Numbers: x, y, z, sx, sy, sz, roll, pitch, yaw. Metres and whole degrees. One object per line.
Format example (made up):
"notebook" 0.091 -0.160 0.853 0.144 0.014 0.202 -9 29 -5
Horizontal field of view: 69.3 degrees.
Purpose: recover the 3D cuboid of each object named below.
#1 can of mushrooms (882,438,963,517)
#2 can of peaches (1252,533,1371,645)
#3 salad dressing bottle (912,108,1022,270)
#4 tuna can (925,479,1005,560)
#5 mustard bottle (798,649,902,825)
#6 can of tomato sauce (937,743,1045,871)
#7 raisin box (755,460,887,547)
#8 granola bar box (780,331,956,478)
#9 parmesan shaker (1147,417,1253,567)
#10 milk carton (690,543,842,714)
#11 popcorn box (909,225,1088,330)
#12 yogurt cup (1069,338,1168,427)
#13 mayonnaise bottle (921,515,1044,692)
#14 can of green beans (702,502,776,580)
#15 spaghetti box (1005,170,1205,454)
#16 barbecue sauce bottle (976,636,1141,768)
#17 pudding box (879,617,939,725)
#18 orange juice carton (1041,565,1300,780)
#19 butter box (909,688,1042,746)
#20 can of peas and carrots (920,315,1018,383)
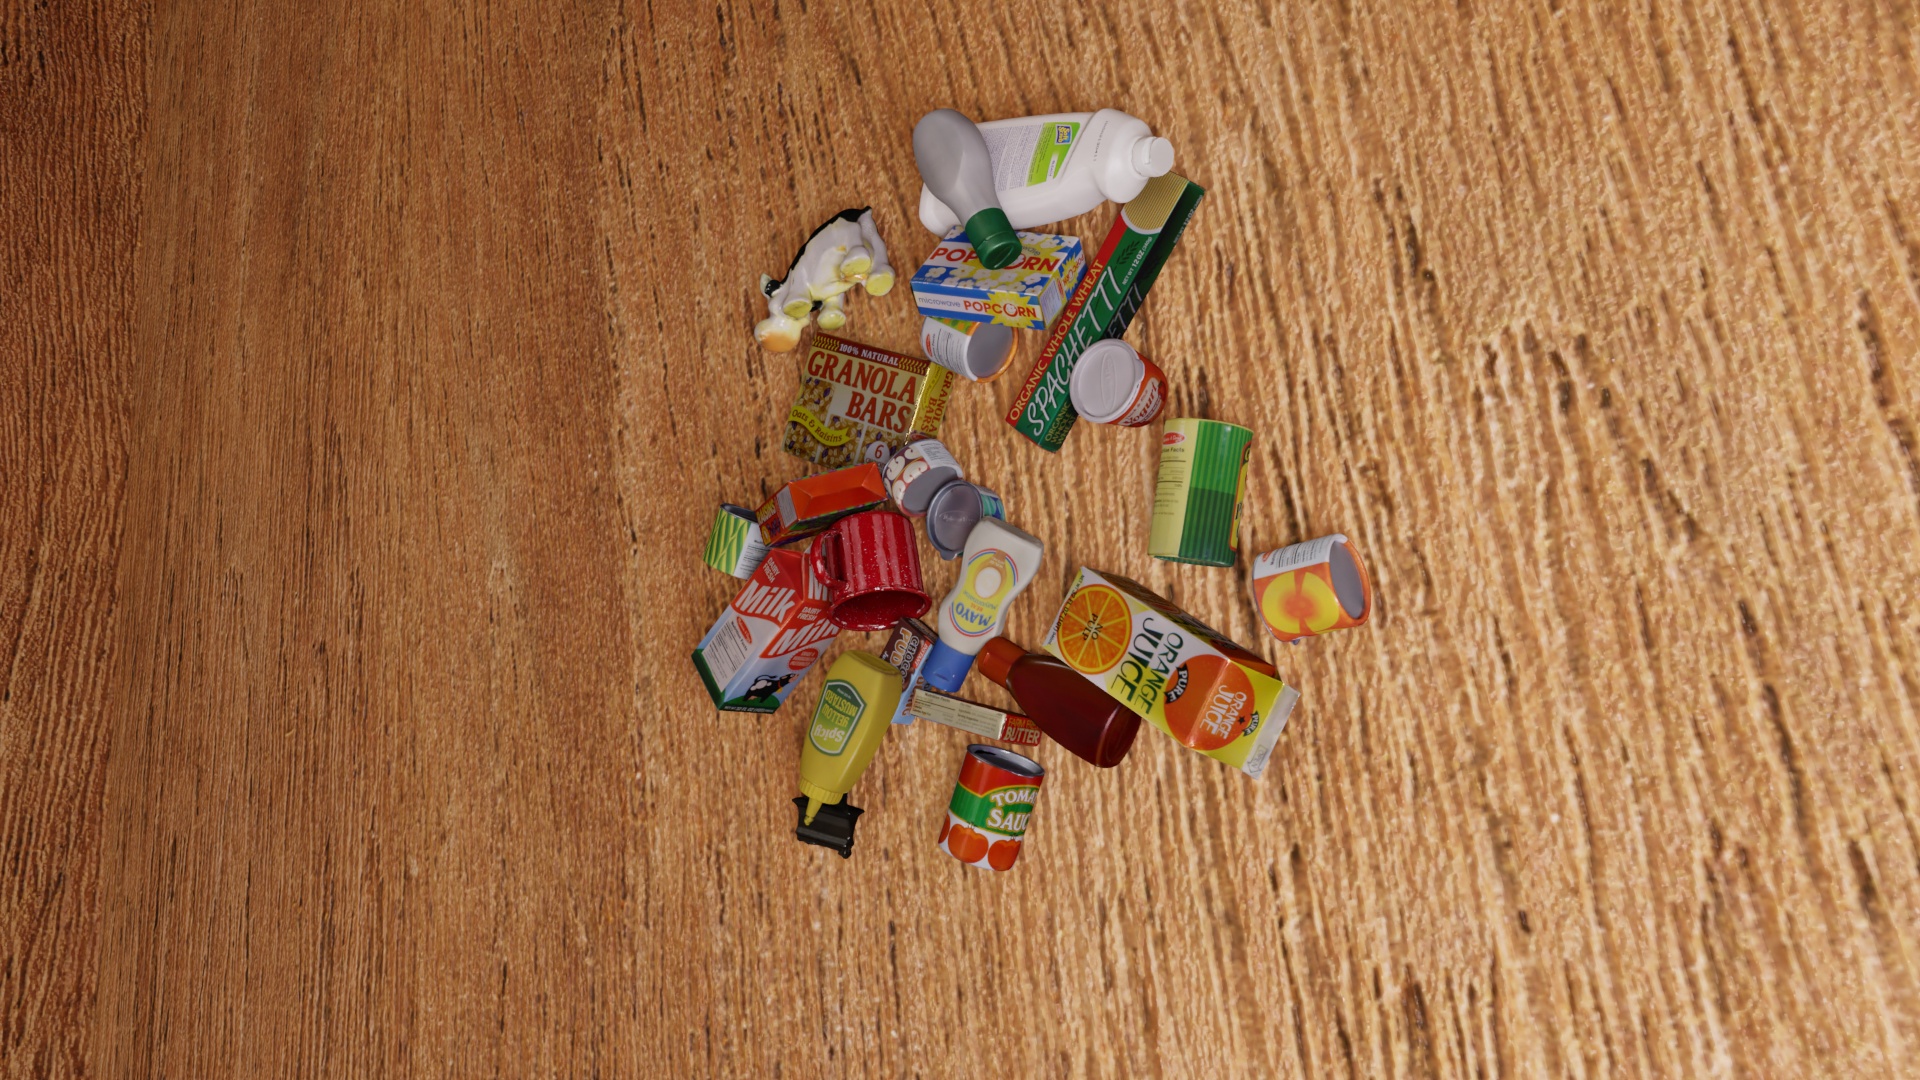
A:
"can of mushrooms" -0.034 -0.053 1.227 0.070 0.071 0.033 -51 54 21
"can of peaches" 0.246 0.035 0.966 0.058 0.071 0.071 -19 69 37
"salad dressing bottle" 0.007 -0.293 1.162 0.064 0.044 0.148 -44 60 39
"tuna can" 0.004 -0.015 1.207 0.071 0.033 0.071 -10 74 40
"mustard bottle" -0.104 0.177 1.205 0.065 0.049 0.160 25 96 33
"can of tomato sauce" 0.026 0.215 1.117 0.071 0.071 0.083 22 96 42
"raisin box" -0.127 -0.031 1.255 0.123 0.086 0.040 -26 80 65
"granola bar box" -0.090 -0.121 1.309 0.166 0.039 0.124 20 94 42
"parmesan shaker" 0.178 -0.035 1.040 0.071 0.071 0.103 5 85 42
"milk carton" -0.166 0.074 1.311 0.190 0.072 0.074 -51 53 22
"popcorn box" 0.032 -0.224 1.179 0.127 0.038 0.085 12 50 28
"yogurt cup" 0.129 -0.122 1.108 0.072 0.054 0.072 -10 74 40
"mayonnaise bottle" 0.014 0.056 1.169 0.065 0.041 0.147 26 102 2
"can of green beans" -0.215 0.002 1.373 0.071 0.071 0.057 27 99 41
"spaghetti box" 0.117 -0.190 1.150 0.050 0.029 0.249 41 107 40
"barbecue sauce bottle" 0.075 0.122 1.110 0.149 0.044 0.064 28 100 42
"pudding box" -0.048 0.116 1.227 0.050 0.030 0.083 39 107 38
"orange juice carton" 0.159 0.095 1.022 0.193 0.073 0.071 34 103 40
"butter box" 0.013 0.147 1.152 0.103 0.053 0.024 10 85 41
"can of peas and carrots" 0.011 -0.179 1.218 0.059 0.071 0.071 31 102 40
